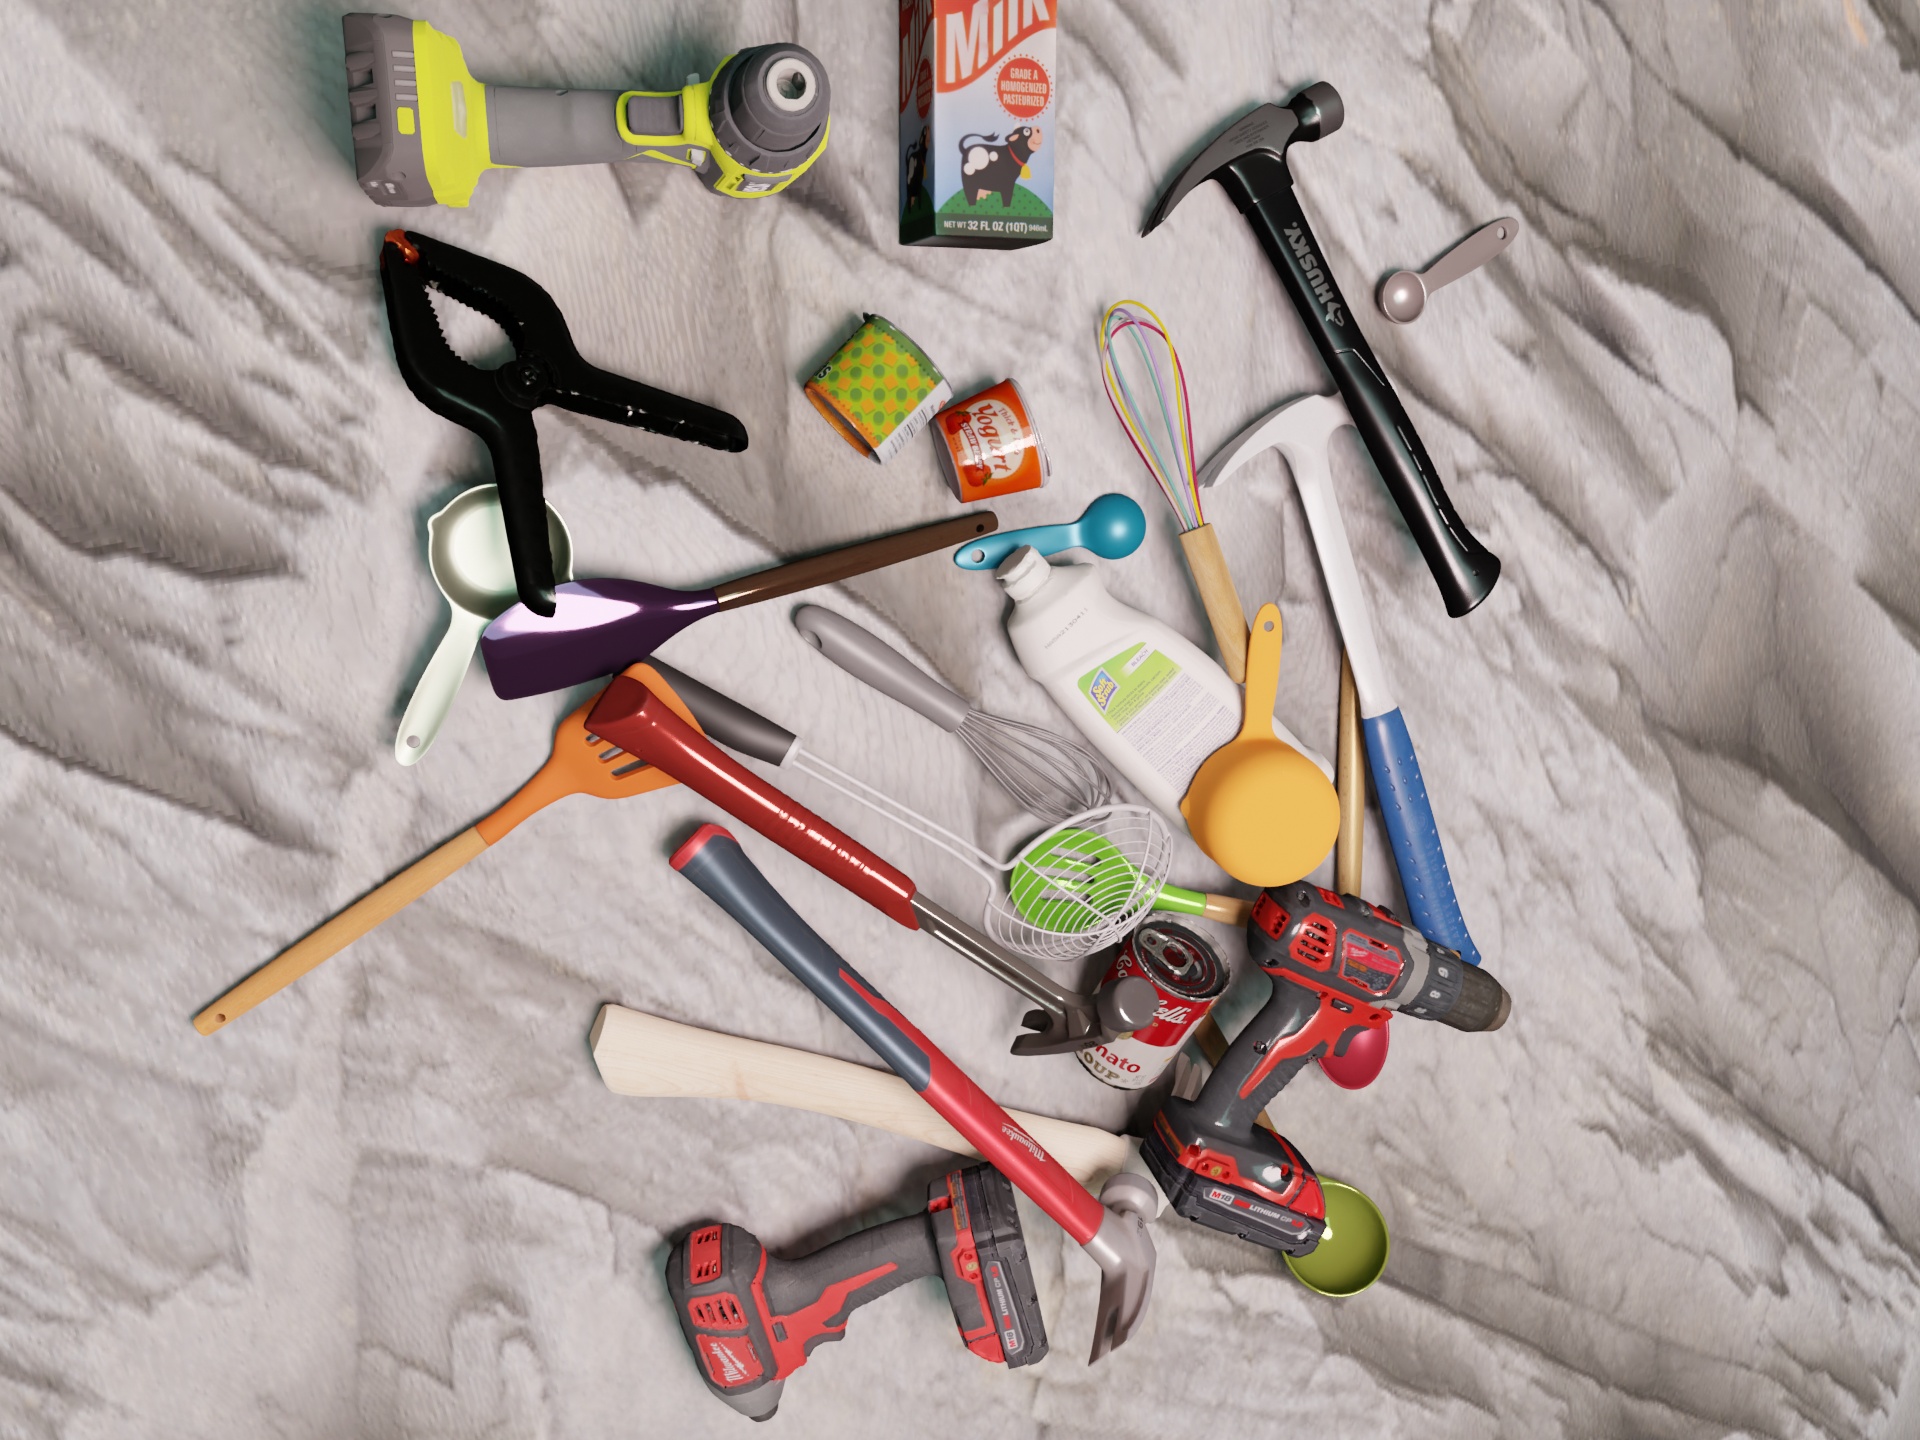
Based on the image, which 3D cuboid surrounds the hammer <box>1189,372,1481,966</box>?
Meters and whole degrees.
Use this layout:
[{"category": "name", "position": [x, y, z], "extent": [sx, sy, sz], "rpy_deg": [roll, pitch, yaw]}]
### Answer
[{"category": "hammer", "position": [0.269, -0.014, 1.054], "extent": [0.144, 0.035, 0.405], "rpy_deg": [-22, 103, -13]}]

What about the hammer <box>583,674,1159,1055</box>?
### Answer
[{"category": "hammer", "position": [-0.060, 0.091, 0.924], "extent": [0.359, 0.149, 0.037], "rpy_deg": [35, 61, -15]}]

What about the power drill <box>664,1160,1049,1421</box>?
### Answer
[{"category": "power drill", "position": [-0.063, 0.366, 0.999], "extent": [0.219, 0.079, 0.143], "rpy_deg": [-13, 116, -2]}]

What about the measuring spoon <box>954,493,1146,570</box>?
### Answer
[{"category": "measuring spoon", "position": [0.059, -0.111, 0.988], "extent": [0.128, 0.021, 0.042], "rpy_deg": [-14, 105, -15]}]

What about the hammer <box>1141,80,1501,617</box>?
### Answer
[{"category": "hammer", "position": [0.240, -0.215, 0.986], "extent": [0.146, 0.035, 0.334], "rpy_deg": [-30, 96, -12]}]

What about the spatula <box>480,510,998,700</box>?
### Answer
[{"category": "spatula", "position": [-0.119, -0.079, 0.920], "extent": [0.316, 0.018, 0.059], "rpy_deg": [-18, 117, -22]}]

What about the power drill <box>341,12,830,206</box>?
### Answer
[{"category": "power drill", "position": [-0.177, -0.299, 0.785], "extent": [0.228, 0.191, 0.080], "rpy_deg": [-4, 102, -13]}]

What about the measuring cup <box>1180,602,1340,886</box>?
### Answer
[{"category": "measuring cup", "position": [0.190, 0.018, 0.967], "extent": [0.095, 0.052, 0.173], "rpy_deg": [-2, 106, -10]}]

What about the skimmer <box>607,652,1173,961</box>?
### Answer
[{"category": "skimmer", "position": [-0.041, 0.036, 0.958], "extent": [0.363, 0.090, 0.127], "rpy_deg": [29, 119, -5]}]

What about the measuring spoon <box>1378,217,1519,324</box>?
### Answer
[{"category": "measuring spoon", "position": [0.320, -0.298, 1.046], "extent": [0.124, 0.018, 0.034], "rpy_deg": [-34, 109, -17]}]

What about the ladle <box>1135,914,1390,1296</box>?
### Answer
[{"category": "ladle", "position": [0.204, 0.267, 1.098], "extent": [0.078, 0.062, 0.320], "rpy_deg": [-34, 107, -13]}]

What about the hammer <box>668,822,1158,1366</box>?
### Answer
[{"category": "hammer", "position": [-0.029, 0.211, 0.946], "extent": [0.386, 0.143, 0.038], "rpy_deg": [44, 114, -7]}]

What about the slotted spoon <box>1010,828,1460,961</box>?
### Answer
[{"category": "slotted spoon", "position": [0.183, 0.128, 1.047], "extent": [0.313, 0.031, 0.070], "rpy_deg": [13, 99, -8]}]

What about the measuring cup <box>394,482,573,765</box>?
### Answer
[{"category": "measuring cup", "position": [-0.274, -0.054, 0.881], "extent": [0.083, 0.038, 0.167], "rpy_deg": [25, 94, -21]}]

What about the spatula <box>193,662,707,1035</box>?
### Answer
[{"category": "spatula", "position": [-0.291, 0.082, 0.900], "extent": [0.322, 0.041, 0.081], "rpy_deg": [-35, 114, -8]}]

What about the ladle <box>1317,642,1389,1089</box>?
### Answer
[{"category": "ladle", "position": [0.269, 0.101, 1.101], "extent": [0.069, 0.031, 0.315], "rpy_deg": [-7, 101, -28]}]

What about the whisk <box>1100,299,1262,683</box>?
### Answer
[{"category": "whisk", "position": [0.138, -0.138, 0.971], "extent": [0.047, 0.051, 0.245], "rpy_deg": [-18, 98, 20]}]

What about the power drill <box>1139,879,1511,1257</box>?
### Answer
[{"category": "power drill", "position": [0.238, 0.227, 1.031], "extent": [0.187, 0.080, 0.226], "rpy_deg": [23, 99, -17]}]

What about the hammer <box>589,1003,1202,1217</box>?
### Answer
[{"category": "hammer", "position": [-0.033, 0.240, 1.022], "extent": [0.410, 0.038, 0.146], "rpy_deg": [20, 93, -21]}]

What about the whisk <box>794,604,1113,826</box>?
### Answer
[{"category": "whisk", "position": [-0.001, -0.003, 0.979], "extent": [0.238, 0.055, 0.055], "rpy_deg": [33, 89, -18]}]
